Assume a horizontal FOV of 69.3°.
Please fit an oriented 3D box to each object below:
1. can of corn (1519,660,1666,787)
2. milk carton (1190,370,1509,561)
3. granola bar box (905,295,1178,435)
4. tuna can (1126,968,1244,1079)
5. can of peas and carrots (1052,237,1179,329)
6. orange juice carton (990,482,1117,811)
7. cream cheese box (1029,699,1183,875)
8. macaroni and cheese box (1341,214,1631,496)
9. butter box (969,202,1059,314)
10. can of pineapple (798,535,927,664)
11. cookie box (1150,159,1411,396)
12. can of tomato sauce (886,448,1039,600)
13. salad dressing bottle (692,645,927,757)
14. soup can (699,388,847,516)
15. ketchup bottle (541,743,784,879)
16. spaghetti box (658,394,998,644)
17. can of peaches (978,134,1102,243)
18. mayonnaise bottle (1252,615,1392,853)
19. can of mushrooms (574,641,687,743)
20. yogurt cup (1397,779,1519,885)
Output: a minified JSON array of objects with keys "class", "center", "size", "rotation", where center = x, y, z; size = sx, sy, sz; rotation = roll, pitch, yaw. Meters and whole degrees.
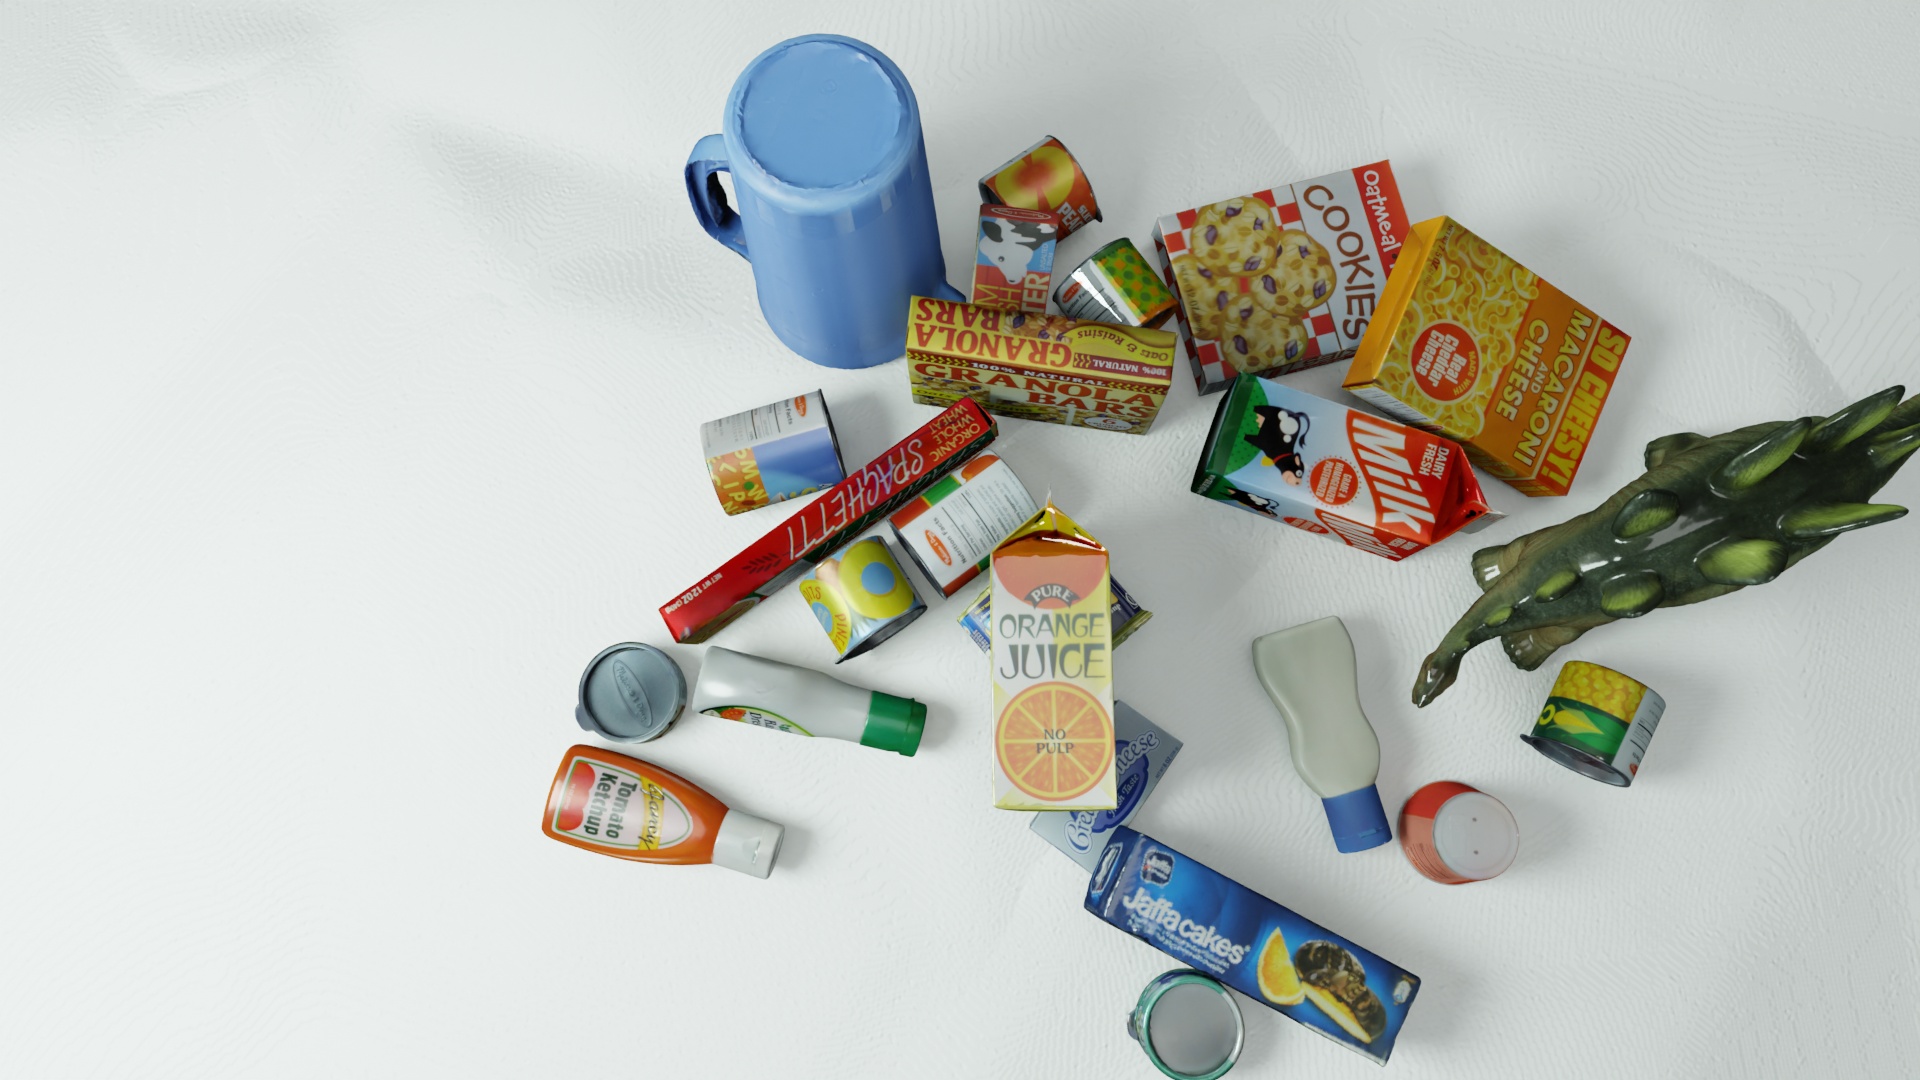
[{"class":"can of corn","center":[0.407,0.117,0.895],"size":[0.071,0.071,0.058],"rotation":[29,82,5]},{"class":"milk carton","center":[0.258,-0.041,0.918],"size":[0.191,0.072,0.073],"rotation":[19,81,3]},{"class":"granola bar box","center":[0.050,-0.110,0.904],"size":[0.166,0.124,0.039],"rotation":[8,80,2]},{"class":"tuna can","center":[0.142,0.307,0.879],"size":[0.071,0.033,0.071],"rotation":[0,80,0]},{"class":"can of peas and carrots","center":[0.107,-0.163,0.943],"size":[0.071,0.071,0.059],"rotation":[-36,83,-5]},{"class":"orange juice carton","center":[0.055,0.066,0.842],"size":[0.073,0.071,0.193],"rotation":[-1,78,3]},{"class":"cream cheese box","center":[0.095,0.161,0.909],"size":[0.053,0.024,0.104],"rotation":[35,82,7]},{"class":"macaroni and cheese box","center":[0.350,-0.119,0.920],"size":[0.166,0.040,0.124],"rotation":[27,83,-17]},{"class":"butter box","center":[0.034,-0.173,0.933],"size":[0.053,0.103,0.024],"rotation":[7,37,1]},{"class":"can of pineapple","center":[-0.065,0.038,0.908],"size":[0.071,0.071,0.058],"rotation":[-32,81,-5]},{"class":"cookie box","center":[0.230,-0.181,0.958],"size":[0.167,0.040,0.123],"rotation":[-15,82,-2]},{"class":"can of tomato sauce","center":[0.003,-0.012,0.919],"size":[0.083,0.071,0.071],"rotation":[-36,82,-6]},{"class":"salad dressing bottle","center":[-0.097,0.107,0.902],"size":[0.148,0.064,0.044],"rotation":[14,72,-5]},{"class":"soup can","center":[-0.123,-0.056,0.927],"size":[0.084,0.071,0.071],"rotation":[-17,81,-2]},{"class":"ketchup bottle","center":[-0.189,0.181,0.897],"size":[0.149,0.043,0.065],"rotation":[16,82,2]},{"class":"spaghetti box","center":[-0.084,-0.012,0.913],"size":[0.250,0.050,0.029],"rotation":[-35,83,1]},{"class":"can of peaches","center":[0.054,-0.233,0.954],"size":[0.058,0.071,0.071],"rotation":[-33,82,-4]},{"class":"mayonnaise bottle","center":[0.241,0.127,0.906],"size":[0.065,0.041,0.148],"rotation":[-16,82,-1]},{"class":"can of mushrooms","center":[-0.217,0.102,0.915],"size":[0.071,0.033,0.071],"rotation":[0,81,0]},{"class":"yogurt cup","center":[0.321,0.188,0.888],"size":[0.072,0.054,0.072],"rotation":[0,80,1]}]
